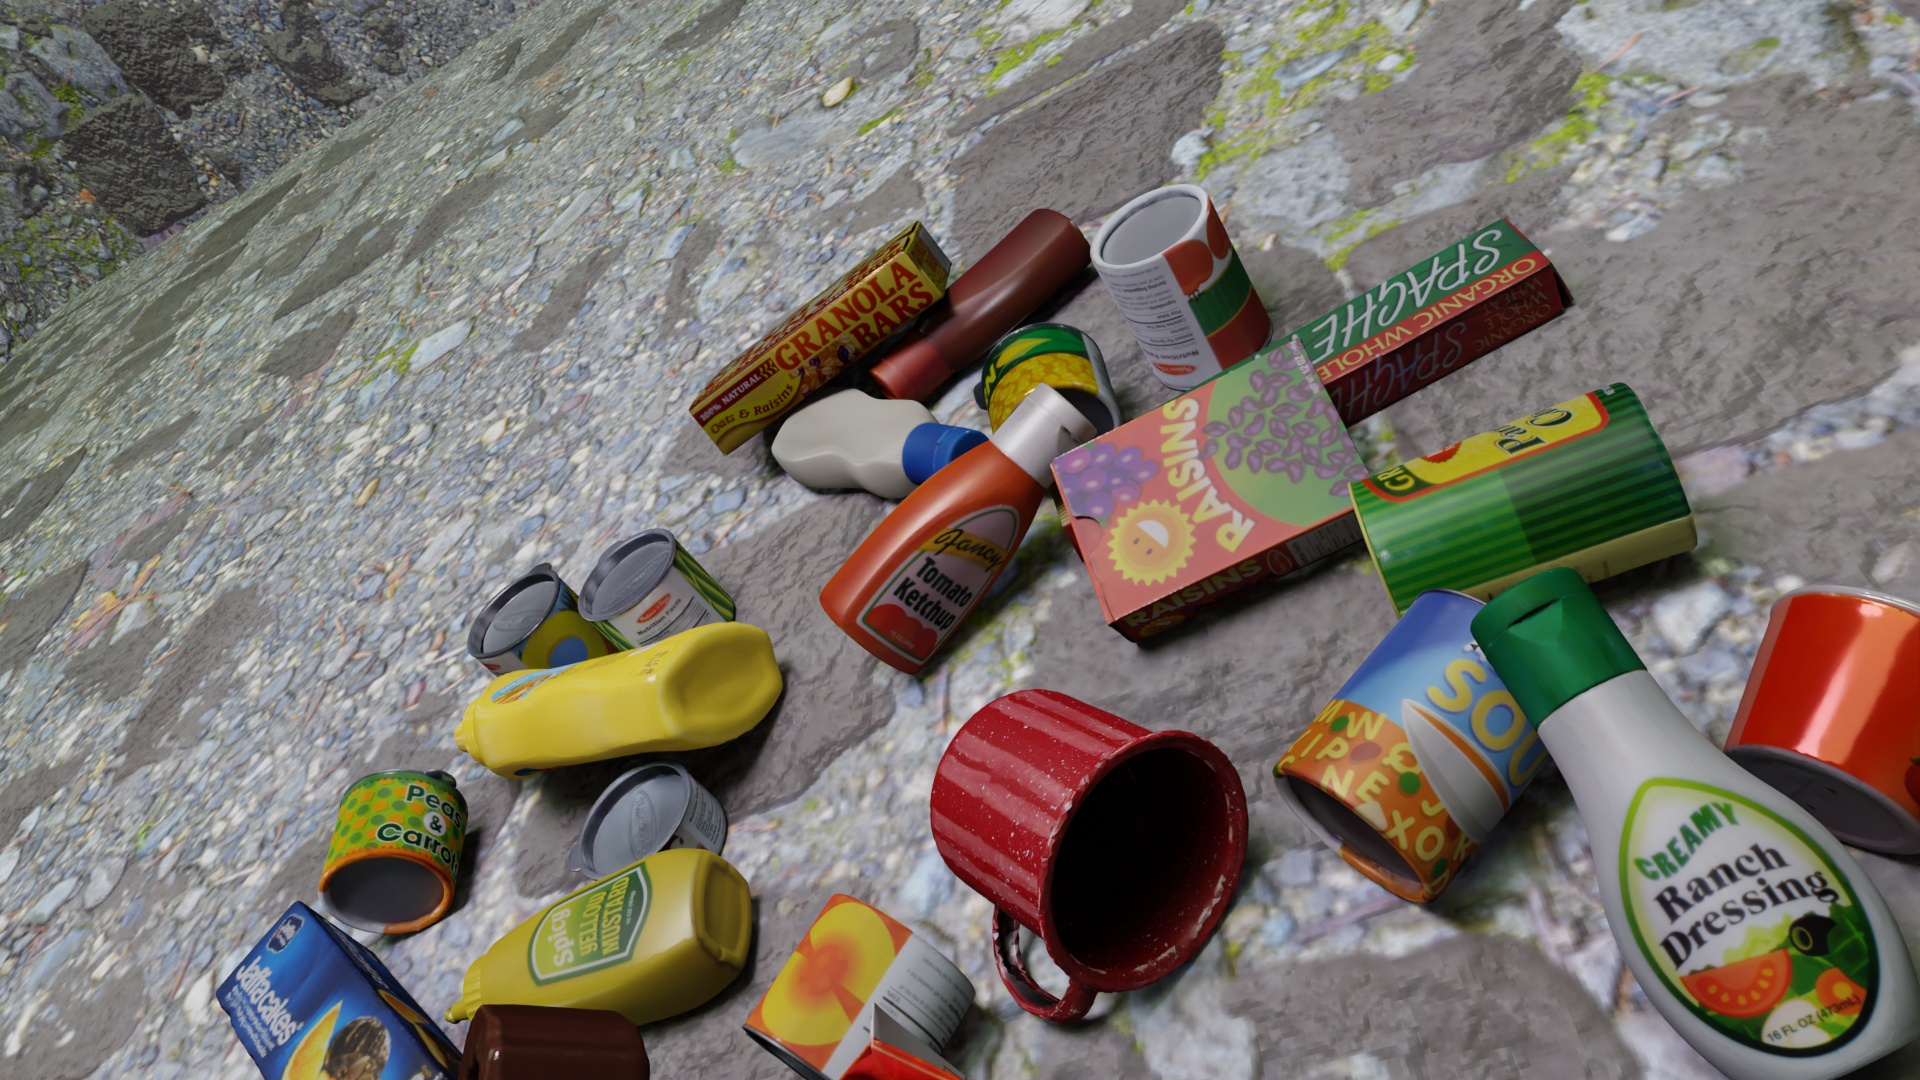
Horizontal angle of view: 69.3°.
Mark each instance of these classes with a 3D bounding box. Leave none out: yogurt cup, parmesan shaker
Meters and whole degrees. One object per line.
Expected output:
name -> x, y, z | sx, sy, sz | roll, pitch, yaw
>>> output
yogurt cup -> 0.259, 0.053, 0.399 | 0.072, 0.072, 0.054 | 21, 72, 50
parmesan shaker -> 0.205, -0.010, 0.514 | 0.103, 0.071, 0.072 | -22, 38, 18

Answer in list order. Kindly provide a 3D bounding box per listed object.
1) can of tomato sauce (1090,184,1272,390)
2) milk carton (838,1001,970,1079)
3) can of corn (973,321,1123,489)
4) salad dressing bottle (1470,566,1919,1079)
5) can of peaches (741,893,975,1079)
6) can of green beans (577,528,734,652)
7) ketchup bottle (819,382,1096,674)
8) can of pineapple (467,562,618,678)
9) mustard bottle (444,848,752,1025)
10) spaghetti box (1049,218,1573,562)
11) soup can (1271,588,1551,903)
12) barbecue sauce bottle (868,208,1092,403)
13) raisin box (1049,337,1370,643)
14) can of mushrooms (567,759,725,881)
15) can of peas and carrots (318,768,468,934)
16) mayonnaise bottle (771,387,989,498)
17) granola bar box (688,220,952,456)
can of tomato sauce -> 0.114, -0.131, 0.711 | 0.071, 0.083, 0.071 | -23, 38, 19
milk carton -> -0.007, 0.235, 0.405 | 0.073, 0.072, 0.191 | -25, 38, 16
can of corn -> 0.044, -0.068, 0.711 | 0.071, 0.071, 0.058 | -27, 37, 14
salad dressing bottle -> 0.198, 0.076, 0.390 | 0.064, 0.044, 0.148 | -34, 59, 15
can of peaches -> -0.038, 0.171, 0.508 | 0.071, 0.071, 0.058 | 10, 55, 46
can of green beans -> -0.170, 0.036, 0.779 | 0.071, 0.057, 0.071 | -23, 38, 19
ketchup bottle -> 0.002, -0.008, 0.659 | 0.149, 0.064, 0.044 | -49, 39, 3
can of pineapple -> -0.243, 0.058, 0.815 | 0.071, 0.057, 0.071 | -22, 38, 19
mustard bottle -> -0.169, 0.188, 0.613 | 0.160, 0.048, 0.065 | -25, 38, 16
spaghetti box -> 0.156, -0.070, 0.653 | 0.250, 0.028, 0.050 | -29, 37, 11
soup can -> 0.157, 0.068, 0.461 | 0.084, 0.071, 0.071 | -46, 36, -12
barbecue sauce bottle -> 0.010, -0.138, 0.841 | 0.149, 0.043, 0.065 | -42, 25, -8
raisin box -> 0.110, -0.020, 0.601 | 0.123, 0.040, 0.086 | -26, 61, 14
can of mushrooms -> -0.149, 0.142, 0.663 | 0.071, 0.033, 0.071 | -22, 38, 19
can of peas and carrots -> -0.296, 0.163, 0.733 | 0.071, 0.070, 0.059 | -29, 37, 11
mayonnaise bottle -> -0.043, -0.053, 0.791 | 0.148, 0.041, 0.065 | 14, 58, 46
granola bar box -> -0.085, -0.130, 0.868 | 0.165, 0.039, 0.125 | -34, 16, 13
